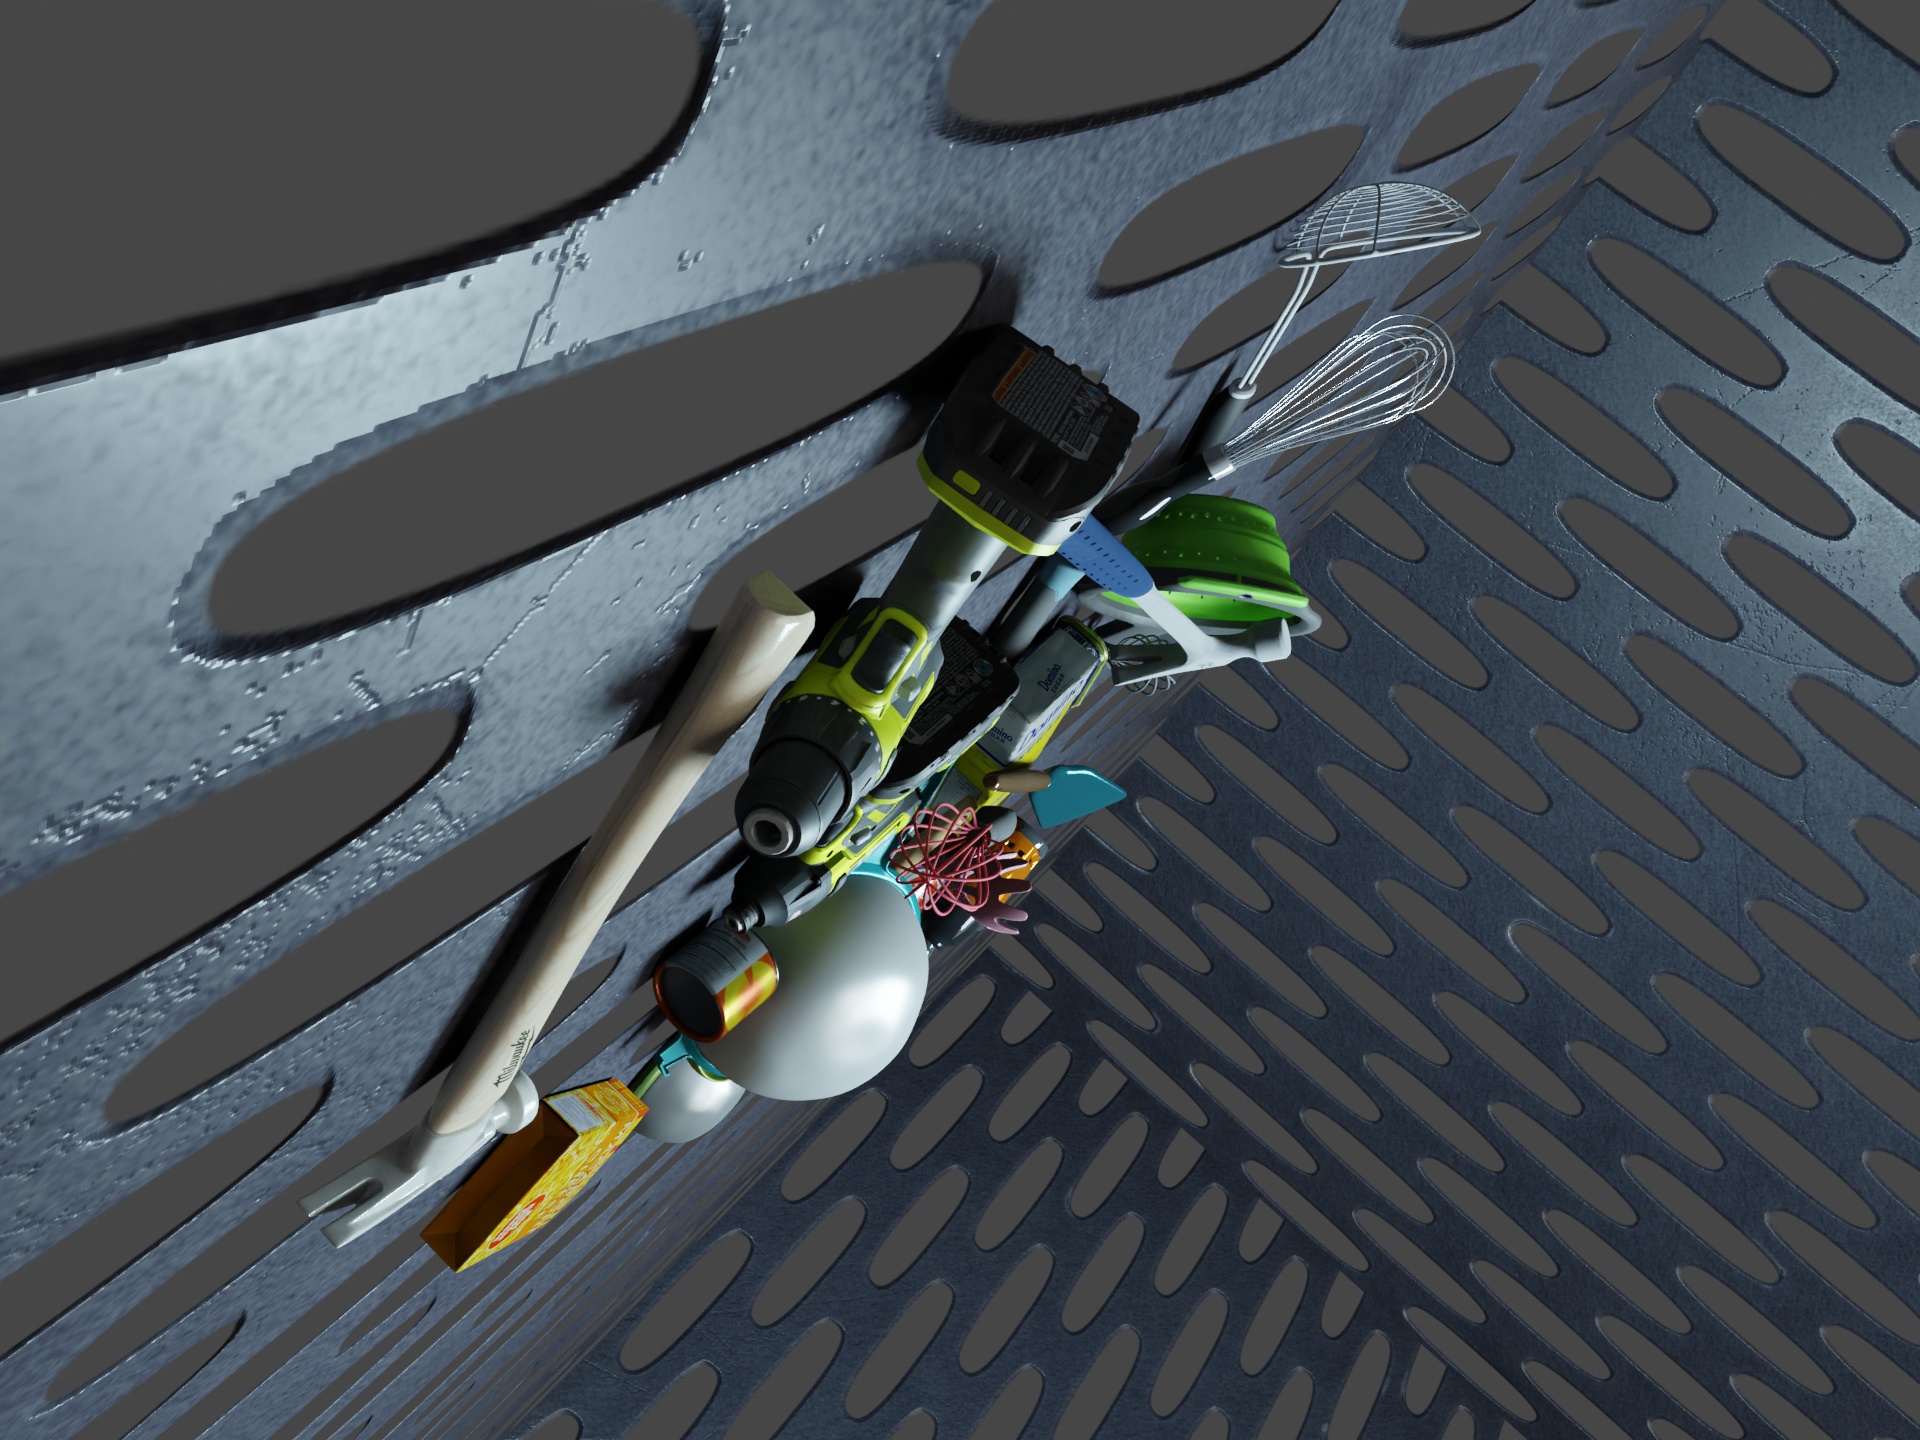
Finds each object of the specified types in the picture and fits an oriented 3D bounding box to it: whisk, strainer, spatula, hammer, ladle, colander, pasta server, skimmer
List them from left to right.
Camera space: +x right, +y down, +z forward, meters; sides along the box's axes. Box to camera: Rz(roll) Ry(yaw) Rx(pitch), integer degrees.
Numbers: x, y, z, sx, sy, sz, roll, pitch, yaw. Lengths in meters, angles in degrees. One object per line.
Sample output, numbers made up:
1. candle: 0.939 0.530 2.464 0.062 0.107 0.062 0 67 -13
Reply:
1. hammer: -0.189 0.096 0.760 0.410 0.038 0.146 -54 168 27
2. strainer: -0.255 0.341 1.338 0.256 0.069 0.151 -43 170 -39
3. ladle: -0.101 0.173 1.265 0.320 0.062 0.078 -41 145 13
4. strainer: -0.067 0.162 1.178 0.210 0.095 0.340 14 114 -46
5. pasta server: -0.013 0.116 1.287 0.316 0.040 0.060 -165 -98 -73
6. hammer: -0.002 -0.004 1.233 0.331 0.033 0.128 -55 170 31
7. whisk: 0.007 0.083 1.102 0.073 0.073 0.296 -50 174 9
8. spatula: 0.065 0.057 1.261 0.082 0.044 0.317 -22 173 13
9. whisk: 0.142 -0.058 1.438 0.055 0.055 0.239 -48 -166 -4
10. hammer: 0.122 -0.090 1.127 0.144 0.035 0.405 -11 165 21
11. colander: 0.187 -0.128 1.414 0.397 0.204 0.094 163 -65 -78
12. whisk: 0.213 -0.198 1.127 0.284 0.070 0.070 -27 179 22
13. skimmer: 0.242 -0.257 1.157 0.127 0.090 0.363 -18 160 -23

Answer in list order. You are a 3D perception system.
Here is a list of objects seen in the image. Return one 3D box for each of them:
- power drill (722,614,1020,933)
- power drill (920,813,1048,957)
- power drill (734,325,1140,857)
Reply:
1. power drill: -0.064 0.042 1.003 0.171 0.080 0.223 -41 171 -41
2. power drill: -0.003 0.166 1.613 0.164 0.084 0.226 -49 -174 -9
3. power drill: -0.020 -0.051 0.725 0.228 0.080 0.191 -54 -176 31
